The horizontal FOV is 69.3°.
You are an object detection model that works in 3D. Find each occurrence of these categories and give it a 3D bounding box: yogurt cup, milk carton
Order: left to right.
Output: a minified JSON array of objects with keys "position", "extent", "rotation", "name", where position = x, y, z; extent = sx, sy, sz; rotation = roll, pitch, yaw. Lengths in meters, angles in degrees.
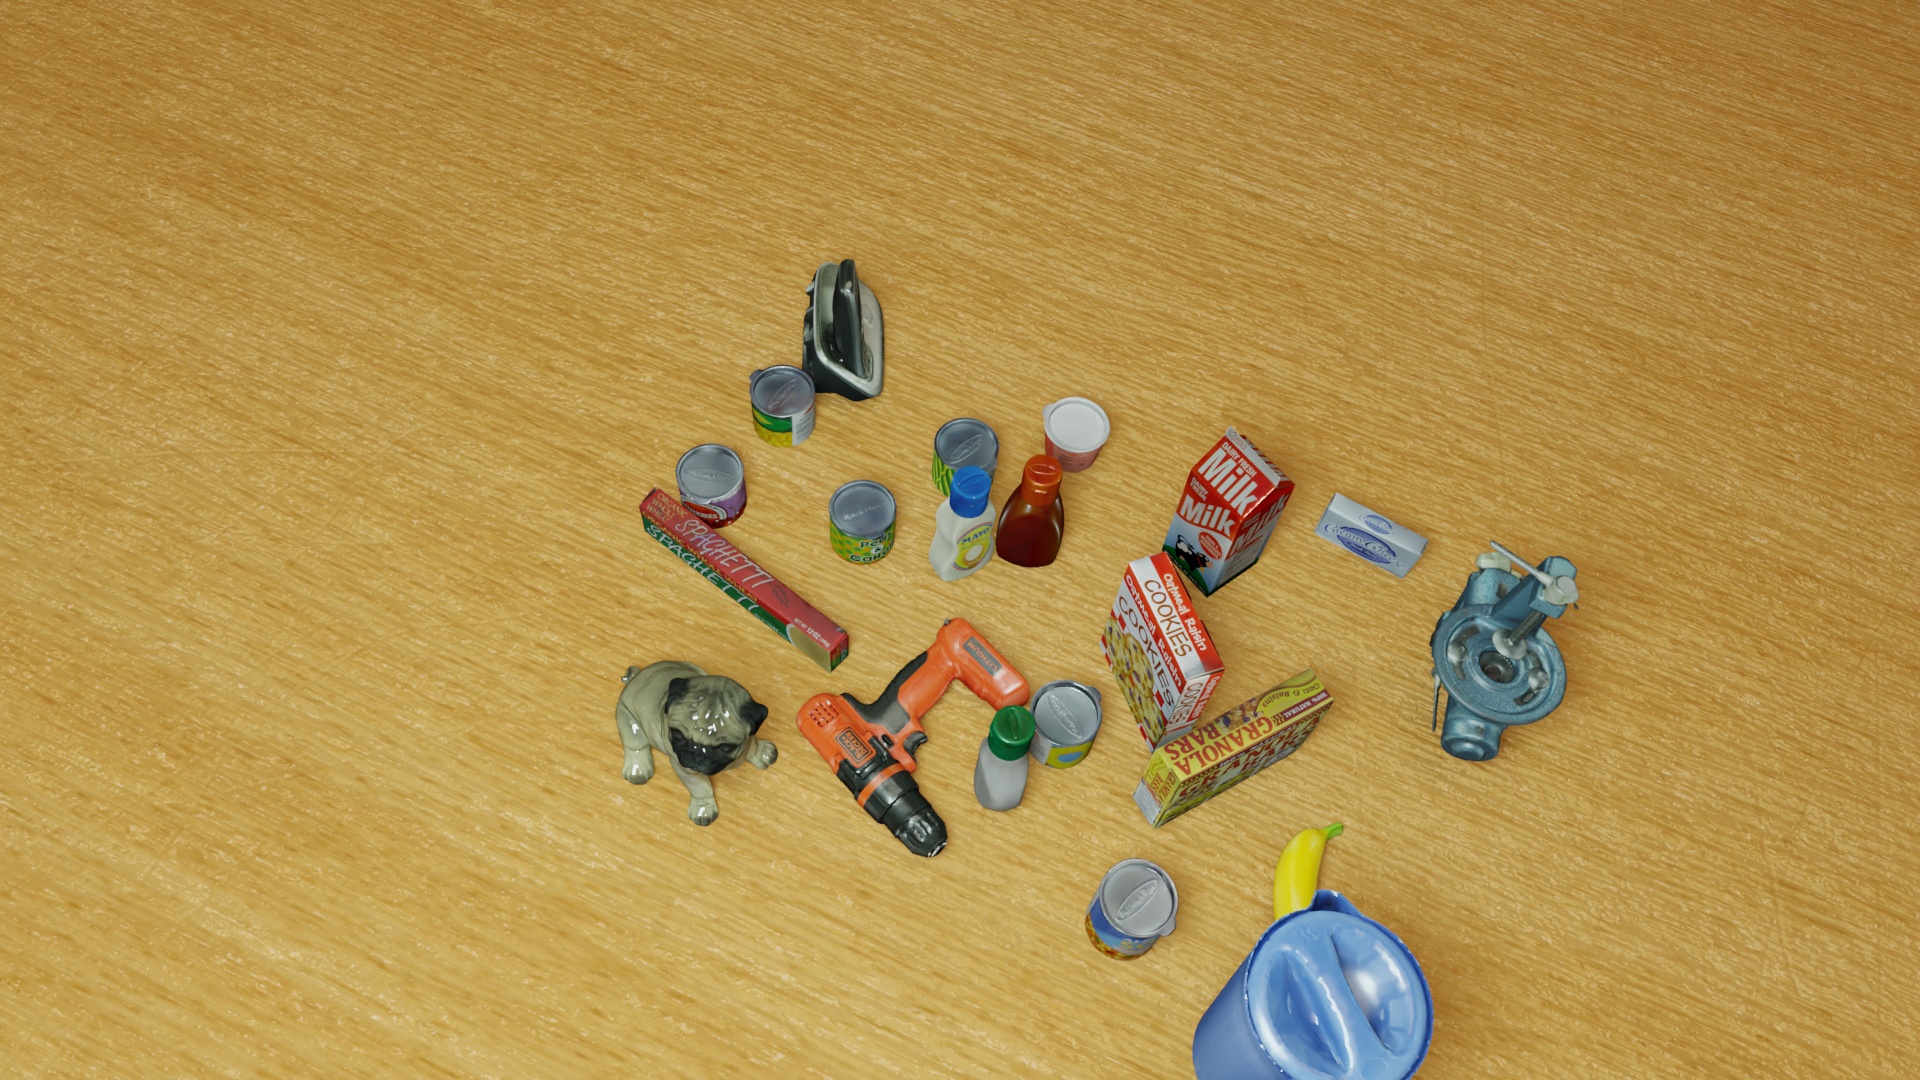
[{"position":[0.118,-0.107,1.447],"extent":[0.072,0.053,0.073],"rotation":[2,59,-4],"name":"yogurt cup"},{"position":[0.259,-0.032,1.335],"extent":[0.074,0.189,0.072],"rotation":[-32,67,-21],"name":"milk carton"}]

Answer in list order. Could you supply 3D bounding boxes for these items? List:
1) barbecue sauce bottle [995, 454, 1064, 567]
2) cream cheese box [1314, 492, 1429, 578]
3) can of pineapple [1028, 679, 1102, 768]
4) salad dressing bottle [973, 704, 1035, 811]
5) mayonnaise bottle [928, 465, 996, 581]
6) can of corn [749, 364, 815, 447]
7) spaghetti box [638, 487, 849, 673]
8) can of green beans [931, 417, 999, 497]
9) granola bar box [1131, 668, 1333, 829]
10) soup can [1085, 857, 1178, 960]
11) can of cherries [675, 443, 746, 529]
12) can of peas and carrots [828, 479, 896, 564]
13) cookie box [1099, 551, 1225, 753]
[{"position":[0.071,-0.027,1.340],"extent":[0.065,0.147,0.044],"rotation":[8,59,0],"name":"barbecue sauce bottle"},{"position":[0.416,-0.004,1.411],"extent":[0.104,0.053,0.024],"rotation":[29,62,12],"name":"cream cheese box"},{"position":[0.095,0.169,1.278],"extent":[0.071,0.057,0.071],"rotation":[2,59,-4],"name":"can of pineapple"},{"position":[0.039,0.189,1.209],"extent":[0.044,0.147,0.064],"rotation":[-5,60,-7],"name":"salad dressing bottle"},{"position":[0.005,-0.017,1.329],"extent":[0.065,0.147,0.041],"rotation":[-26,65,-18],"name":"mayonnaise bottle"},{"position":[-0.185,-0.140,1.438],"extent":[0.071,0.058,0.071],"rotation":[2,59,-4],"name":"can of corn"},{"position":[-0.210,0.037,1.335],"extent":[0.250,0.050,0.029],"rotation":[36,63,16],"name":"spaghetti box"},{"position":[0.004,-0.082,1.420],"extent":[0.071,0.057,0.071],"rotation":[2,59,-4],"name":"can of green beans"},{"position":[0.242,0.188,1.241],"extent":[0.166,0.123,0.039],"rotation":[-24,64,-18],"name":"granola bar box"},{"position":[0.146,0.317,1.179],"extent":[0.071,0.083,0.071],"rotation":[2,59,-4],"name":"soup can"},{"position":[-0.248,-0.051,1.380],"extent":[0.071,0.058,0.072],"rotation":[2,59,-4],"name":"can of cherries"},{"position":[-0.095,-0.015,1.371],"extent":[0.071,0.058,0.071],"rotation":[2,59,-4],"name":"can of peas and carrots"},{"position":[0.180,0.104,1.260],"extent":[0.040,0.166,0.123],"rotation":[-16,62,-14],"name":"cookie box"}]
